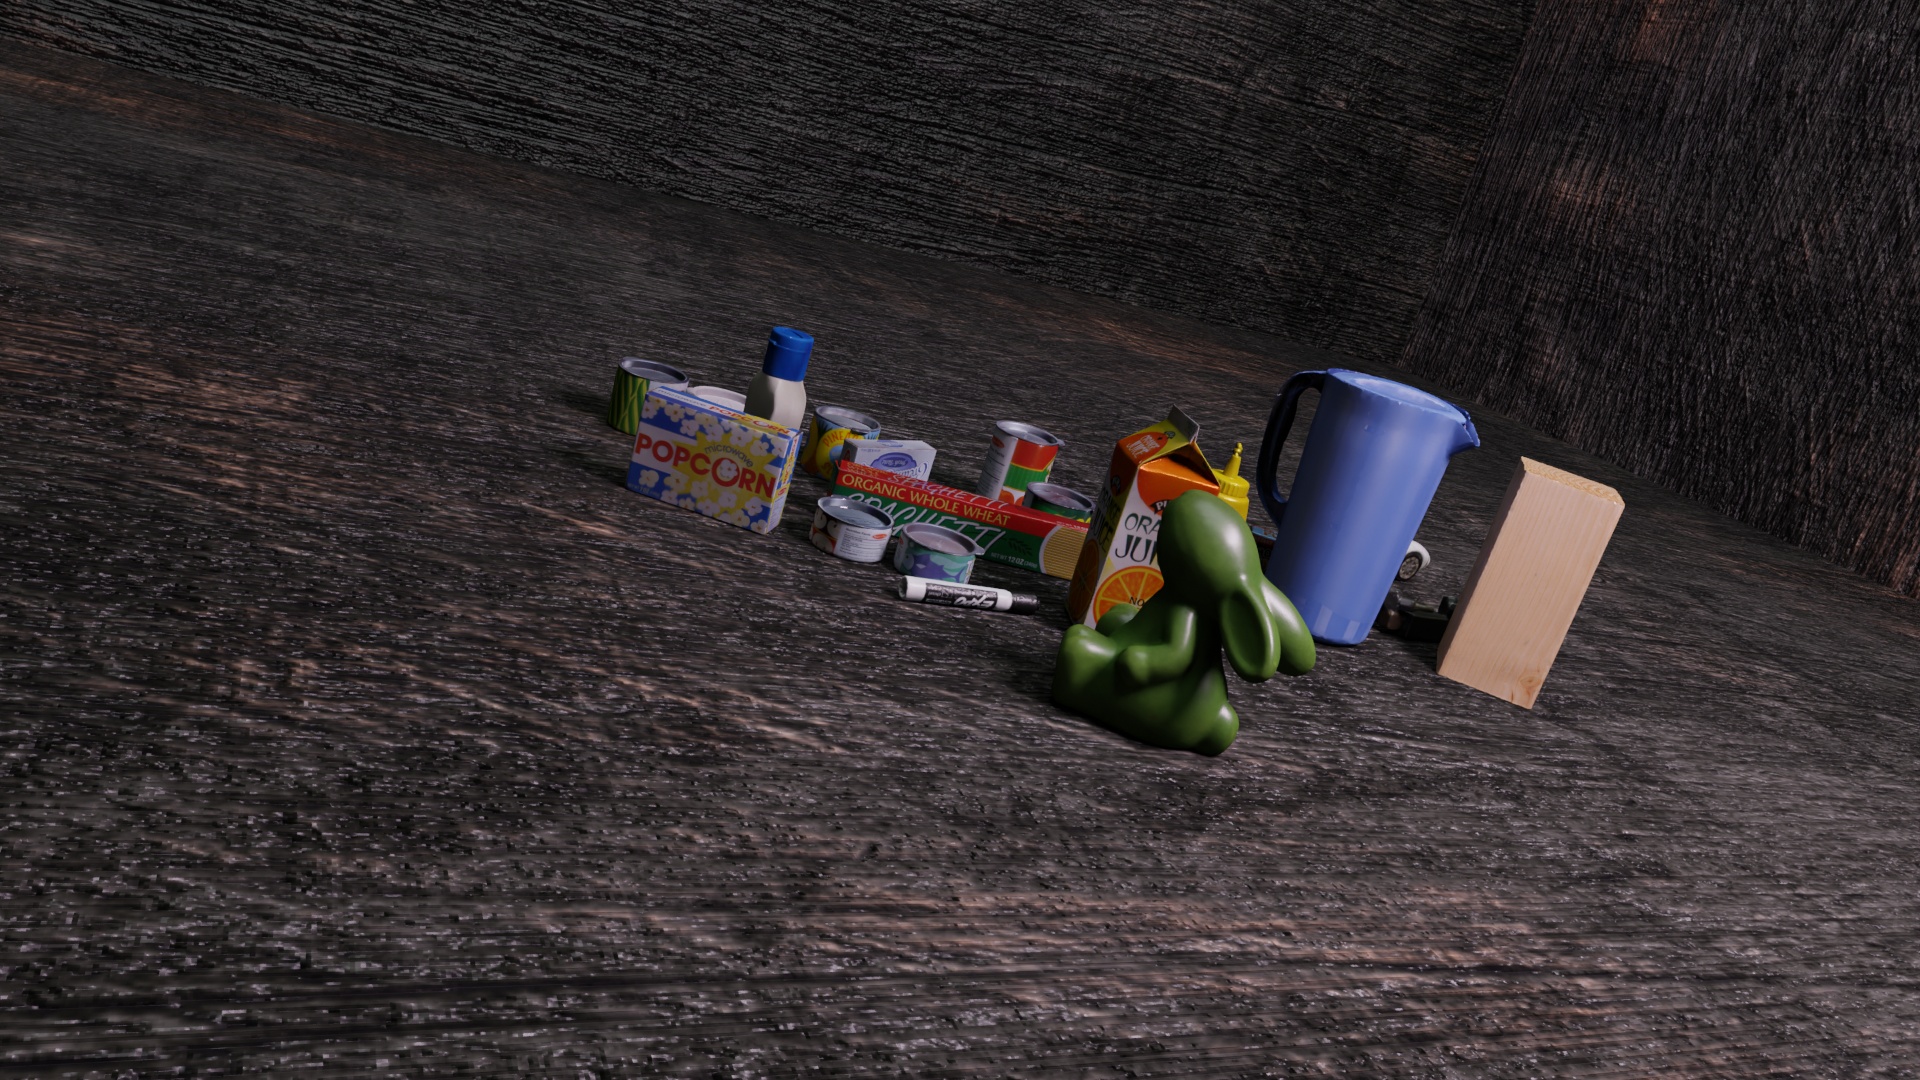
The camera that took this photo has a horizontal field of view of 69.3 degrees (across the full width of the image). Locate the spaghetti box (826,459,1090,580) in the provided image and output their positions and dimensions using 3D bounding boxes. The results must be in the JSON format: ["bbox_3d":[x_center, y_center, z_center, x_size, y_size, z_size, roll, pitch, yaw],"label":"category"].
[{"bbox_3d":[0.004,-0.015,1.228,0.250,0.050,0.029,14,17,-9],"label":"spaghetti box"}]

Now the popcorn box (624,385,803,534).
[{"bbox_3d":[-0.202,-0.066,1.132,0.127,0.085,0.038,18,17,4],"label":"popcorn box"}]

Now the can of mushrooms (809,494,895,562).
[{"bbox_3d":[-0.091,-0.010,1.152,0.071,0.033,0.071,15,18,-5],"label":"can of mushrooms"}]

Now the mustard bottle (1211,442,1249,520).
[{"bbox_3d":[0.221,-0.011,1.232,0.065,0.159,0.049,5,21,-34],"label":"mustard bottle"}]

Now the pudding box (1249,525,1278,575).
[{"bbox_3d":[0.329,0.021,1.418,0.084,0.049,0.030,19,17,6],"label":"pudding box"}]

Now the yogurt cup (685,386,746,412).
[{"bbox_3d":[-0.222,-0.106,1.287,0.072,0.053,0.072,16,17,-5],"label":"yogurt cup"}]

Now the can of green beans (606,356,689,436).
[{"bbox_3d":[-0.291,-0.131,1.292,0.071,0.057,0.071,16,17,-5],"label":"can of green beans"}]

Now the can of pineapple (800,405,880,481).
[{"bbox_3d":[-0.115,-0.091,1.332,0.071,0.057,0.071,16,17,-5],"label":"can of pineapple"}]

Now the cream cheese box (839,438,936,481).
[{"bbox_3d":[-0.072,-0.067,1.306,0.104,0.053,0.024,-3,26,-47],"label":"cream cheese box"}]

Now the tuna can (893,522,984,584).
[{"bbox_3d":[-0.018,0.013,1.150,0.071,0.032,0.071,15,18,-5],"label":"tuna can"}]

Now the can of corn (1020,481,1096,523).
[{"bbox_3d":[0.087,-0.015,1.289,0.071,0.058,0.071,16,17,-5],"label":"can of corn"}]

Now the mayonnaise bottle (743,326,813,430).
[{"bbox_3d":[-0.161,-0.107,1.191,0.041,0.147,0.065,3,22,-39],"label":"mayonnaise bottle"}]

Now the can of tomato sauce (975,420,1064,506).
[{"bbox_3d":[0.057,-0.069,1.383,0.071,0.082,0.071,16,17,-5],"label":"can of tomato sauce"}]

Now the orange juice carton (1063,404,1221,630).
[{"bbox_3d":[0.150,-0.012,1.117,0.073,0.192,0.072,14,17,-11],"label":"orange juice carton"}]
